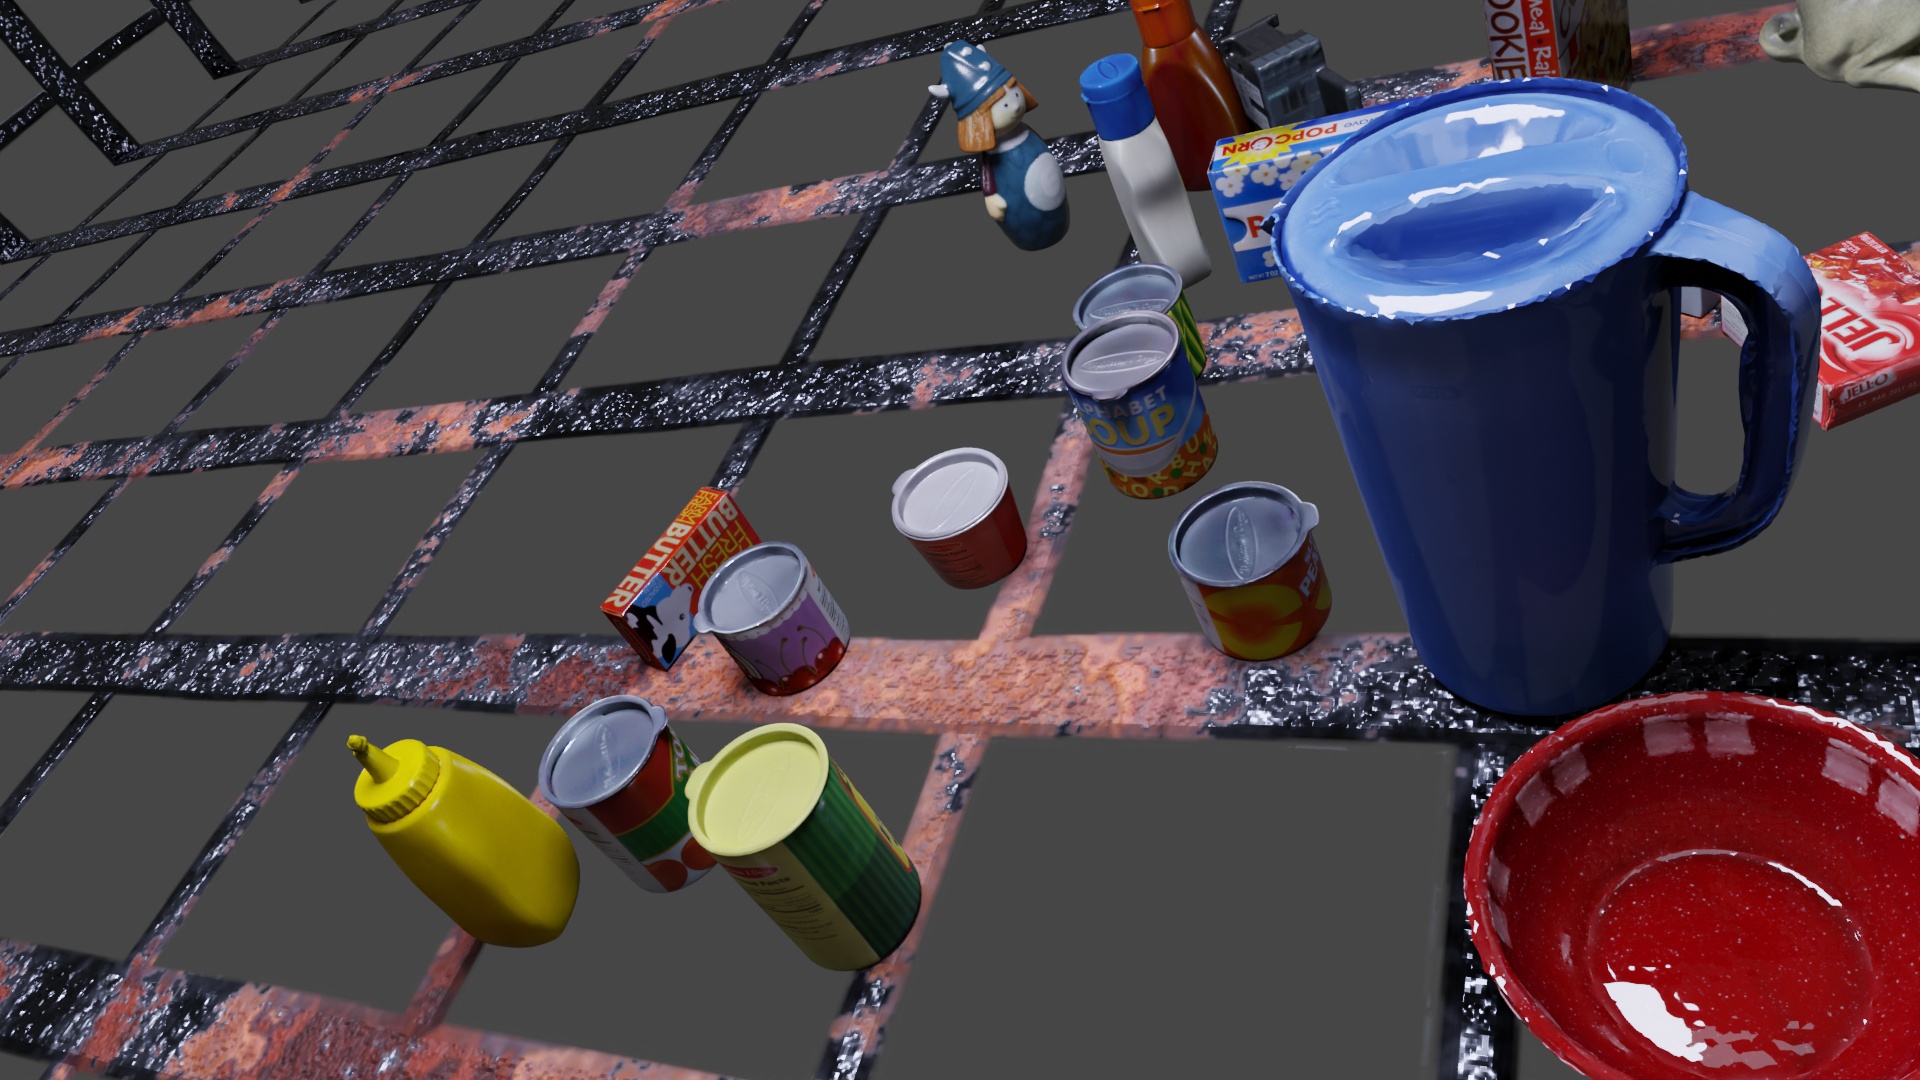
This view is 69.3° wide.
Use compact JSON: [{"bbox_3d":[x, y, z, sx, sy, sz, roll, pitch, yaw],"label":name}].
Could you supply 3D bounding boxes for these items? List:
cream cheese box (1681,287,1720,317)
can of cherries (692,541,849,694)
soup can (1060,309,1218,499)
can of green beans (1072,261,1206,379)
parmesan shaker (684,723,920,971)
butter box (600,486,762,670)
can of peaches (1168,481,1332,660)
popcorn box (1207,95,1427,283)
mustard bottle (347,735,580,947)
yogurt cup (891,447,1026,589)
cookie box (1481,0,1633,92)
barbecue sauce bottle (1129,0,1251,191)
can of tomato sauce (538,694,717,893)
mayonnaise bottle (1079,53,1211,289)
[{"bbox_3d":[0.345,-0.155,0.728,0.024,0.053,0.104,-43,42,-15],"label":"cream cheese box"},{"bbox_3d":[-0.105,0.045,0.775,0.071,0.058,0.072,-16,42,15],"label":"can of cherries"},{"bbox_3d":[0.098,-0.071,0.759,0.071,0.083,0.072,-16,42,15],"label":"soup can"},{"bbox_3d":[0.107,-0.122,0.827,0.071,0.057,0.071,-16,42,15],"label":"can of green beans"},{"bbox_3d":[-0.069,0.138,0.622,0.071,0.102,0.072,-16,42,15],"label":"parmesan shaker"},{"bbox_3d":[-0.166,0.022,0.839,0.024,0.053,0.104,11,54,38],"label":"butter box"},{"bbox_3d":[0.142,0.015,0.664,0.071,0.057,0.071,-16,42,15],"label":"can of peaches"},{"bbox_3d":[0.221,-0.207,0.828,0.126,0.085,0.038,-6,45,25],"label":"popcorn box"},{"bbox_3d":[-0.248,0.140,0.680,0.049,0.159,0.066,-16,42,16],"label":"mustard bottle"},{"bbox_3d":[0.003,-0.010,0.773,0.072,0.053,0.073,-16,42,15],"label":"yogurt cup"},{"bbox_3d":[0.341,-0.298,0.791,0.040,0.166,0.123,11,54,38],"label":"cookie box"},{"bbox_3d":[0.149,-0.304,0.923,0.065,0.148,0.044,0,48,30],"label":"barbecue sauce bottle"},{"bbox_3d":[-0.159,0.127,0.701,0.071,0.082,0.071,-16,42,15],"label":"can of tomato sauce"},{"bbox_3d":[0.115,-0.228,0.863,0.041,0.147,0.065,-26,40,4],"label":"mayonnaise bottle"}]
